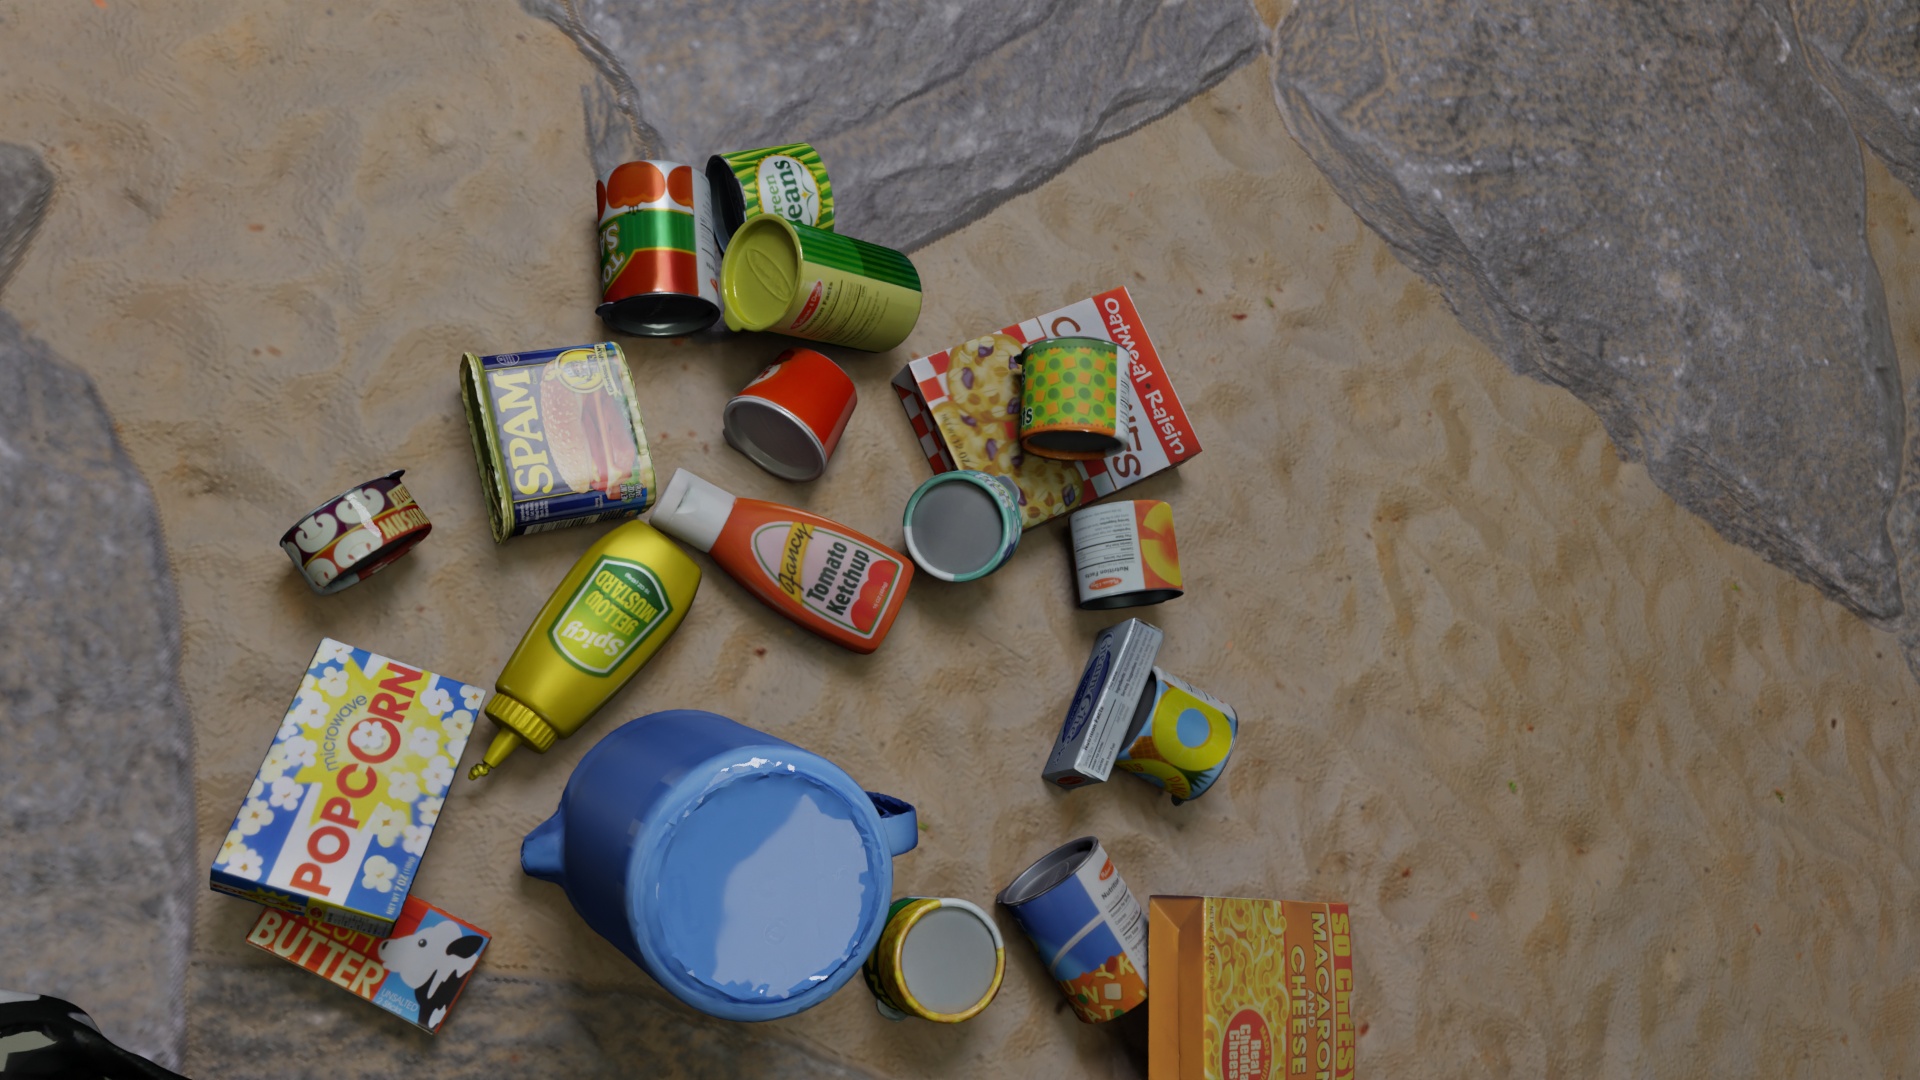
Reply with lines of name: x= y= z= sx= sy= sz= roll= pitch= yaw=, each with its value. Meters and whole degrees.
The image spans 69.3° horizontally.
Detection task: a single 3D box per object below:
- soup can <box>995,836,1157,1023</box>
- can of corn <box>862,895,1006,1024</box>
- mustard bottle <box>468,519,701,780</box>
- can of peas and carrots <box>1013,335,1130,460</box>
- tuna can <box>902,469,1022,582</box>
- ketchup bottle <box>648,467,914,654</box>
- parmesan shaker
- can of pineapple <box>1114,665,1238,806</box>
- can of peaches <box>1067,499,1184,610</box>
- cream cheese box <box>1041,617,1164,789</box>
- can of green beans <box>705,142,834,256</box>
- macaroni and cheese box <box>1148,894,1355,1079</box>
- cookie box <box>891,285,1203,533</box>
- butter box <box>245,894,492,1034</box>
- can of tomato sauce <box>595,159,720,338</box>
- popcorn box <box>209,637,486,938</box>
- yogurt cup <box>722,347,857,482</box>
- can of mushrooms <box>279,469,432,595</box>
soup can: x=0.071 y=0.226 z=0.805 sx=0.071 sy=0.071 sz=0.083 roll=-33 pitch=91 yaw=-25
can of corn: x=-0.016 y=0.234 z=0.770 sx=0.071 sy=0.058 sz=0.071 roll=5 pitch=75 yaw=-20
mustard bottle: x=-0.206 y=0.064 z=0.742 sx=0.065 sy=0.048 sz=0.161 roll=38 pitch=66 yaw=-7
can of peas and carrots: x=0.066 y=-0.084 z=0.834 sx=0.071 sy=0.070 sz=0.059 roll=7 pitch=76 yaw=-20
tuna can: x=0.003 y=-0.010 z=0.819 sx=0.071 sy=0.033 sz=0.071 roll=1 pitch=94 yaw=14
ketchup bottle: x=-0.104 y=0.008 z=0.800 sx=0.149 sy=0.043 sz=0.065 roll=28 pitch=75 yaw=-13
parmesan shaker: x=-0.082 y=-0.147 z=0.816 sx=0.103 sy=0.071 sz=0.071 roll=3 pitch=74 yaw=-52
can of pineapple: x=0.126 y=0.119 z=0.851 sx=0.058 sy=0.071 sz=0.071 roll=29 pitch=69 yaw=-13
can of peaches: x=0.104 y=0.010 z=0.871 sx=0.071 sy=0.071 sz=0.058 roll=-2 pitch=78 yaw=-22
cream cheese box: x=0.087 y=0.100 z=0.847 sx=0.024 sy=0.053 sz=0.104 roll=29 pitch=68 yaw=-11
can of green beans: x=-0.115 y=-0.203 z=0.836 sx=0.058 sy=0.071 sz=0.071 roll=-16 pitch=83 yaw=-24
macaroni and cheese box: x=0.173 y=0.272 z=0.808 sx=0.166 sy=0.040 sz=0.124 roll=17 pitch=69 yaw=-45
cookie box: x=0.058 y=-0.079 z=0.888 sx=0.168 sy=0.040 sz=0.123 roll=-23 pitch=86 yaw=-24
butter box: x=-0.292 y=0.197 z=0.689 sx=0.103 sy=0.024 sz=0.053 roll=32 pitch=67 yaw=-12
can of tomato sauce: x=-0.177 y=-0.168 z=0.803 sx=0.071 sy=0.071 sz=0.083 roll=-1 pitch=77 yaw=-22
popcorn box: x=-0.297 y=0.120 z=0.680 sx=0.085 sy=0.038 sz=0.127 roll=22 pitch=53 yaw=-15
yogurt cup: x=-0.096 y=-0.076 z=0.814 sx=0.072 sy=0.072 sz=0.054 roll=37 pitch=59 yaw=-10
can of mushrooms: x=-0.306 y=-0.004 z=0.709 sx=0.071 sy=0.071 sz=0.033 roll=-35 pitch=92 yaw=-25
